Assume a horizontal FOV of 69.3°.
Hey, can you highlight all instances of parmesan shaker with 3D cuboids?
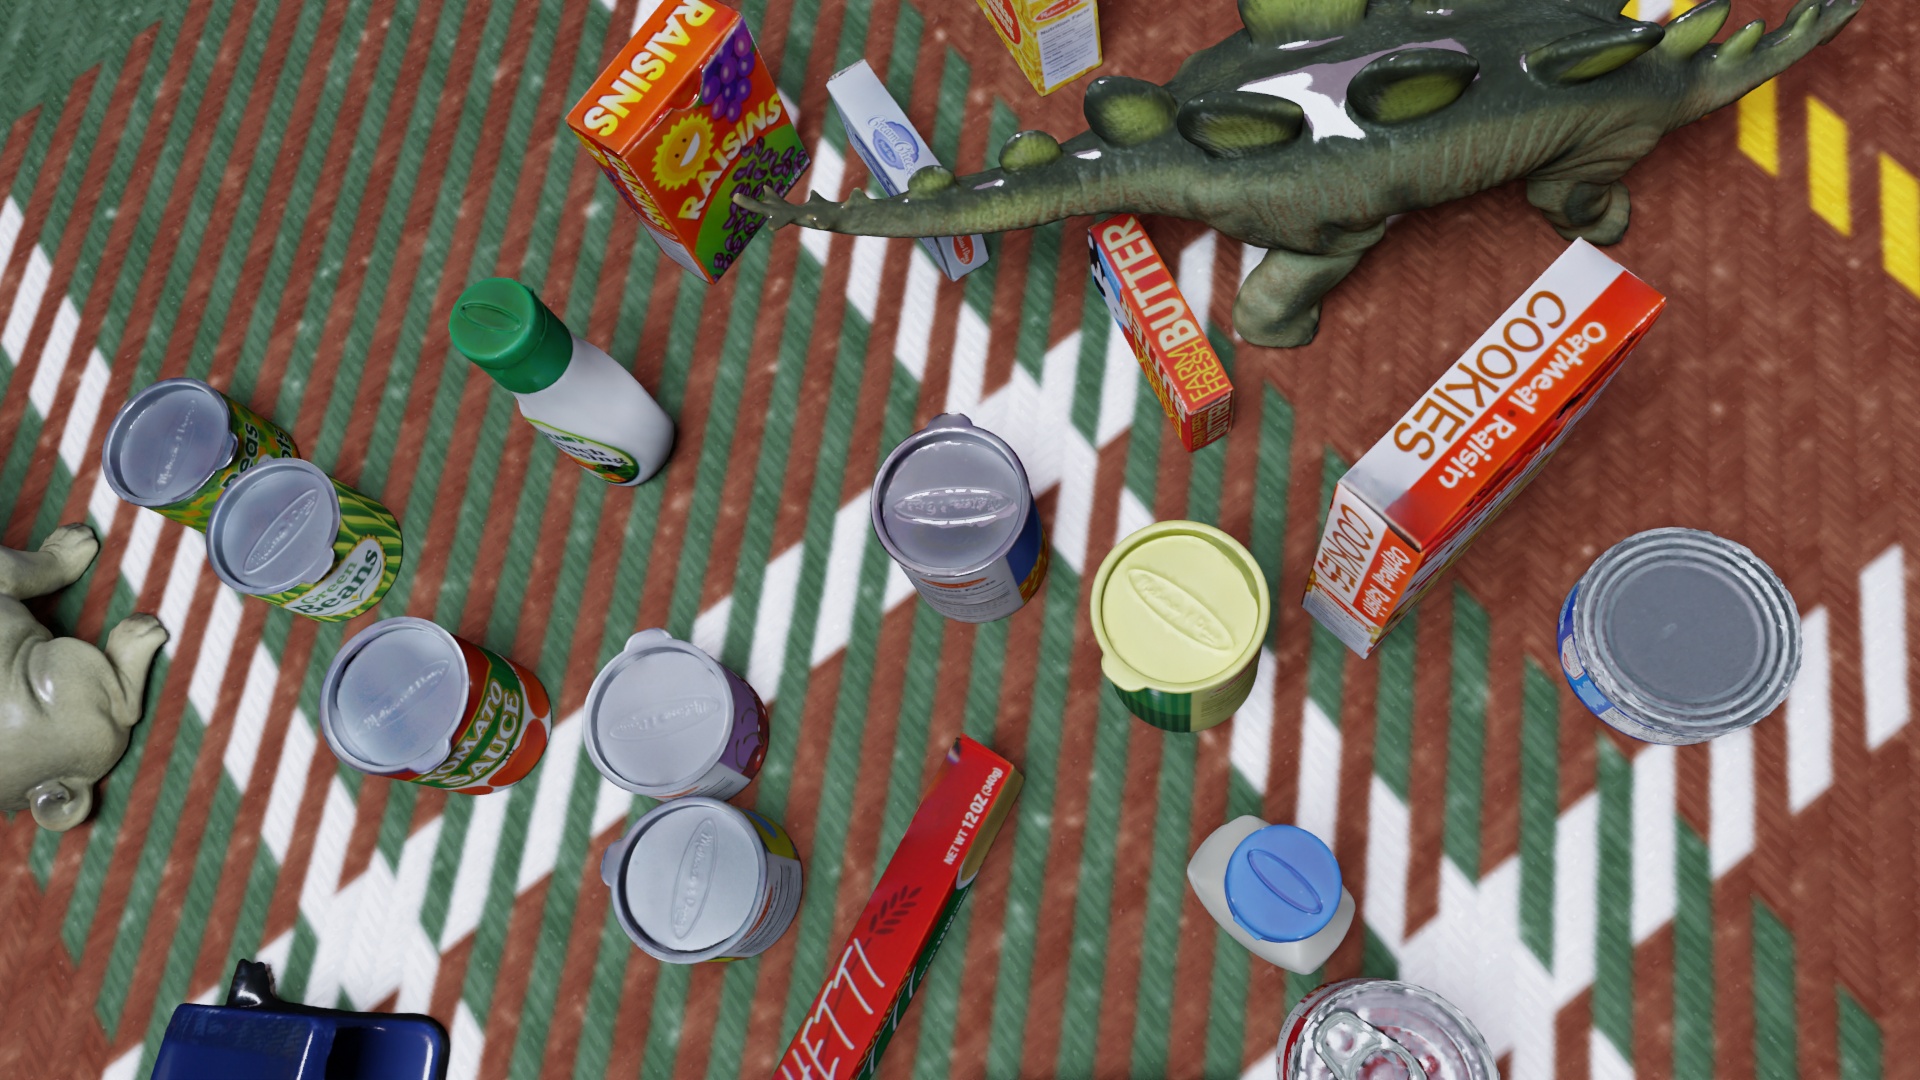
[{"bbox_3d":[0.087,0.040,0.564,0.071,0.103,0.071,-3,73,8],"label":"parmesan shaker"}]

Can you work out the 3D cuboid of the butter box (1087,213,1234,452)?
[{"bbox_3d":[0.091,-0.095,0.632,0.024,0.053,0.104,-25,71,1],"label":"butter box"}]

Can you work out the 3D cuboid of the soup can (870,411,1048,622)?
[{"bbox_3d":[0.002,-0.008,0.603,0.071,0.083,0.071,-3,73,8],"label":"soup can"}]

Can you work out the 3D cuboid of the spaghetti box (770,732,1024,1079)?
[{"bbox_3d":[-0.045,0.197,0.564,0.029,0.050,0.250,26,78,16],"label":"spaghetti box"}]

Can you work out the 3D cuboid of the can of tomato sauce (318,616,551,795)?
[{"bbox_3d":[-0.227,0.077,0.613,0.071,0.083,0.071,-3,73,8],"label":"can of tomato sauce"}]

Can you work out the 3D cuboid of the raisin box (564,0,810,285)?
[{"bbox_3d":[-0.124,-0.188,0.658,0.040,0.123,0.086,34,81,17],"label":"raisin box"}]

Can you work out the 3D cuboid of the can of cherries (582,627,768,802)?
[{"bbox_3d":[-0.123,0.079,0.609,0.071,0.058,0.071,-3,73,8],"label":"can of cherries"}]

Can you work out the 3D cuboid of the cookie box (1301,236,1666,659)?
[{"bbox_3d":[0.192,-0.026,0.534,0.123,0.167,0.040,-45,72,-6],"label":"cookie box"}]

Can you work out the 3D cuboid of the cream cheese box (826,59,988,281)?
[{"bbox_3d":[-0.026,-0.179,0.677,0.024,0.053,0.104,-33,71,-2],"label":"cream cheese box"}]

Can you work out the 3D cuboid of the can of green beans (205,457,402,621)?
[{"bbox_3d":[-0.311,0.001,0.663,0.071,0.057,0.071,-3,73,8],"label":"can of green beans"}]

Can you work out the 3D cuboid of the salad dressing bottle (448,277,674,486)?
[{"bbox_3d":[-0.174,-0.068,0.616,0.064,0.147,0.044,19,77,14],"label":"salad dressing bottle"}]

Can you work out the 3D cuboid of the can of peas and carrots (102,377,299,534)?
[{"bbox_3d":[-0.370,-0.039,0.684,0.071,0.058,0.071,-3,73,8],"label":"can of peas and carrots"}]

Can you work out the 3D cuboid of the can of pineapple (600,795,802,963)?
[{"bbox_3d":[-0.107,0.143,0.586,0.071,0.057,0.071,-3,73,8],"label":"can of pineapple"}]

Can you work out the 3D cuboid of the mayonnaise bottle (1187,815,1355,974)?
[{"bbox_3d":[0.114,0.129,0.508,0.065,0.147,0.041,39,83,18],"label":"mayonnaise bottle"}]

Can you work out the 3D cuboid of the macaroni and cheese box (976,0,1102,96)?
[{"bbox_3d":[0.016,-0.307,0.651,0.040,0.166,0.124,-30,71,0],"label":"macaroni and cheese box"}]
